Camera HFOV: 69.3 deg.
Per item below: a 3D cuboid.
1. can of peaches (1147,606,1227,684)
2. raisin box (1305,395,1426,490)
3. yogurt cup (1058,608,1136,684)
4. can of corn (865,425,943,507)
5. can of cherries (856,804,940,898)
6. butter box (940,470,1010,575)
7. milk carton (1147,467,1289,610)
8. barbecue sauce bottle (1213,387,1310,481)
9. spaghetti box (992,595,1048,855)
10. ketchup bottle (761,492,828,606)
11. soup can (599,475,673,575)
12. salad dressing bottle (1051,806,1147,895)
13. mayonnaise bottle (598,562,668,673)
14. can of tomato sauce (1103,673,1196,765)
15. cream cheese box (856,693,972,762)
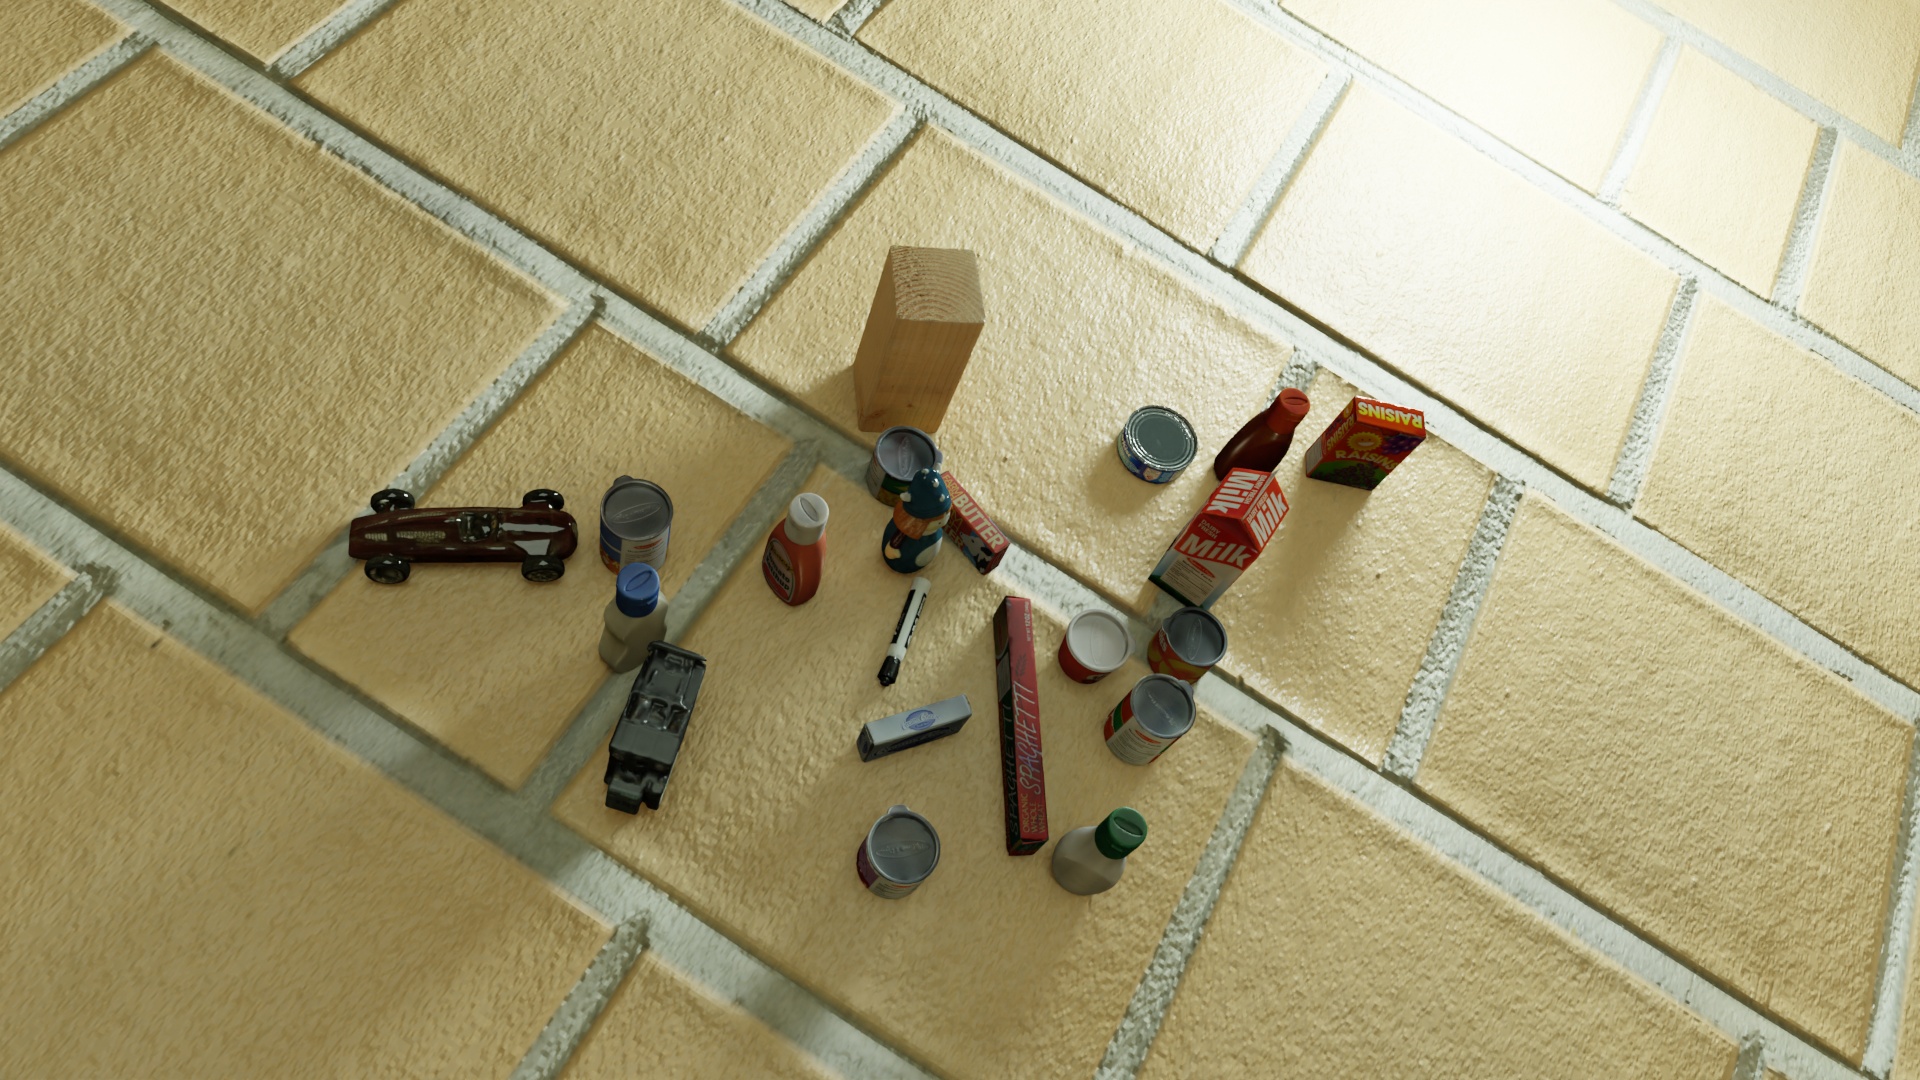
[{"bbox_3d":[0.229,0.108,1.420,0.071,0.057,0.071,7,61,-12],"label":"can of peaches"},{"bbox_3d":[0.454,-0.108,1.563,0.086,0.122,0.040,12,60,-9],"label":"raisin box"},{"bbox_3d":[0.132,0.110,1.395,0.072,0.053,0.073,7,61,-12],"label":"yogurt cup"},{"bbox_3d":[-0.059,-0.076,1.440,0.071,0.058,0.071,7,61,-12],"label":"can of corn"},{"bbox_3d":[-0.056,0.280,1.246,0.071,0.058,0.072,7,61,-12],"label":"can of cherries"},{"bbox_3d":[0.005,-0.018,1.429,0.024,0.053,0.103,-33,75,-28],"label":"butter box"},{"bbox_3d":[0.269,-0.005,1.416,0.073,0.189,0.073,36,59,5],"label":"milk carton"},{"bbox_3d":[0.333,-0.111,1.516,0.065,0.147,0.044,1,62,-15],"label":"barbecue sauce bottle"},{"bbox_3d":[0.056,0.176,1.339,0.029,0.050,0.251,4,61,-13],"label":"spaghetti box"},{"bbox_3d":[-0.153,0.005,1.316,0.044,0.148,0.065,-29,73,-27],"label":"ketchup bottle"},{"bbox_3d":[-0.310,-0.012,1.320,0.071,0.083,0.071,7,61,-12],"label":"soup can"},{"bbox_3d":[0.126,0.278,1.246,0.064,0.147,0.044,30,59,1],"label":"salad dressing bottle"},{"bbox_3d":[-0.292,0.067,1.244,0.041,0.147,0.065,44,60,10],"label":"mayonnaise bottle"},{"bbox_3d":[0.185,0.174,1.357,0.071,0.082,0.071,7,61,-12],"label":"can of tomato sauce"},{"bbox_3d":[-0.044,0.177,1.309,0.104,0.053,0.024,-14,67,-22],"label":"cream cheese box"}]
